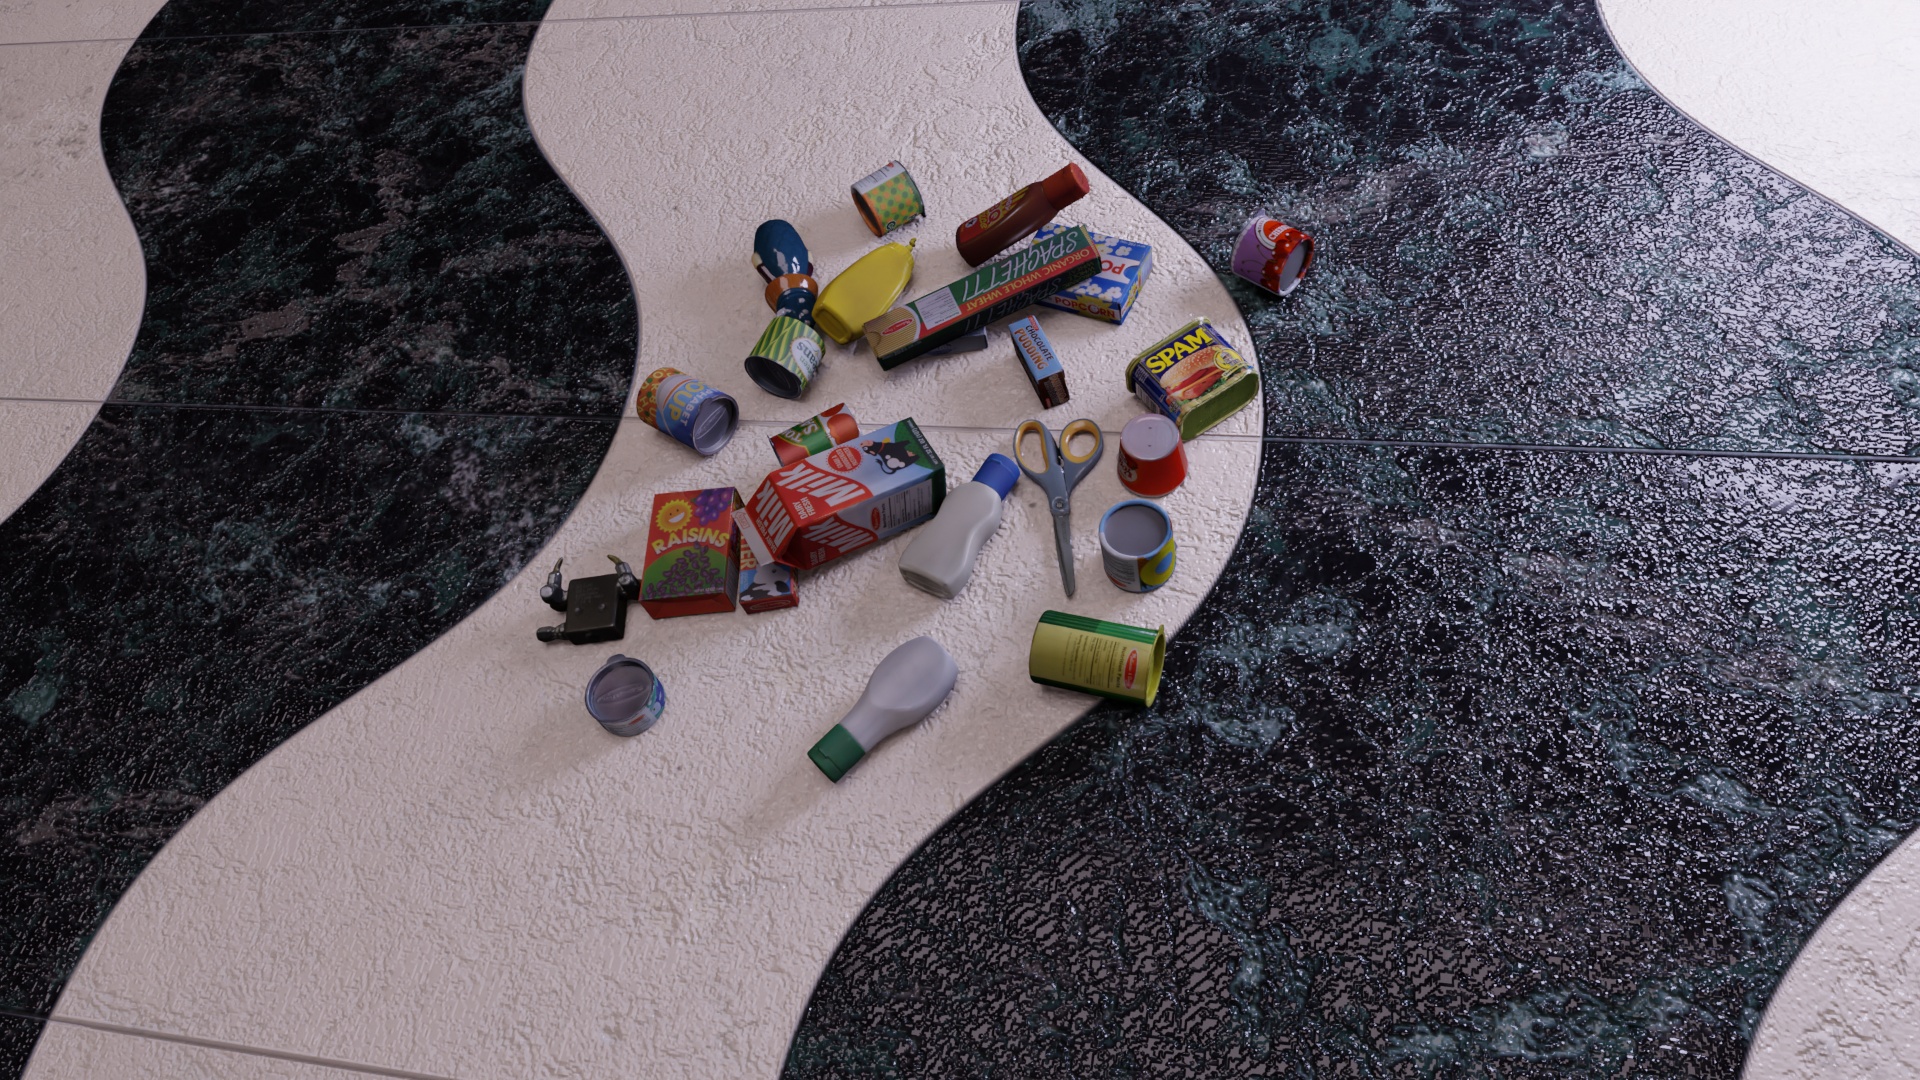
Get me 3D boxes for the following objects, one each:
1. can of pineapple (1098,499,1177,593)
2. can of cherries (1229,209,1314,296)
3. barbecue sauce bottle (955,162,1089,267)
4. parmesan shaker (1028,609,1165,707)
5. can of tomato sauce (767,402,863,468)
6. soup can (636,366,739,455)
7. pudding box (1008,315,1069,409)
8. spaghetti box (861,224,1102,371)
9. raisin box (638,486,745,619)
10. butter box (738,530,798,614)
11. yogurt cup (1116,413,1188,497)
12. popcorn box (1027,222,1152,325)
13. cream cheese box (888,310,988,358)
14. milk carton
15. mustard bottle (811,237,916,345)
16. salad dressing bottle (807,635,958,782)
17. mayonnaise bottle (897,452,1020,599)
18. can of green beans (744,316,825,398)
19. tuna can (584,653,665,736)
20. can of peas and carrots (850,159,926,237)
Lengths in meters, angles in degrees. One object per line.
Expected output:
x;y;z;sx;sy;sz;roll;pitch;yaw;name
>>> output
0.160;0.003;1.246;0.071;0.057;0.071;-6;56;8;can of pineapple
0.314;-0.289;1.396;0.058;0.071;0.072;34;70;28;can of cherries
0.065;-0.345;1.465;0.148;0.043;0.065;-26;33;27;barbecue sauce bottle
0.118;0.097;1.188;0.103;0.071;0.071;10;60;19;parmesan shaker
-0.138;-0.091;1.363;0.083;0.071;0.071;-27;56;-7;can of tomato sauce
-0.280;-0.135;1.421;0.084;0.071;0.071;27;67;26;soup can
0.079;-0.179;1.387;0.030;0.049;0.084;-23;56;-1;pudding box
0.023;-0.247;1.415;0.250;0.028;0.050;-24;60;1;spaghetti box
-0.258;0.010;1.341;0.086;0.040;0.124;-6;56;9;raisin box
-0.183;0.018;1.329;0.053;0.024;0.104;-9;56;5;butter box
0.179;-0.082;1.300;0.072;0.053;0.073;-5;57;8;yogurt cup
0.127;-0.280;1.450;0.127;0.038;0.085;18;62;22;popcorn box
-0.024;-0.220;1.451;0.104;0.024;0.053;-7;55;7;cream cheese box
-0.113;-0.037;1.302;0.191;0.073;0.072;-24;57;-16;milk carton
-0.091;-0.274;1.479;0.065;0.048;0.161;46;56;-9;mustard bottle
-0.068;0.147;1.210;0.148;0.043;0.064;-42;61;-15;salad dressing bottle
0.005;-0.016;1.303;0.065;0.041;0.149;22;63;26;mayonnaise bottle
-0.181;-0.190;1.439;0.071;0.071;0.058;17;62;21;can of green beans
-0.306;0.141;1.269;0.071;0.032;0.071;-5;57;8;tuna can
-0.080;-0.377;1.541;0.059;0.070;0.071;-32;57;-9;can of peas and carrots
